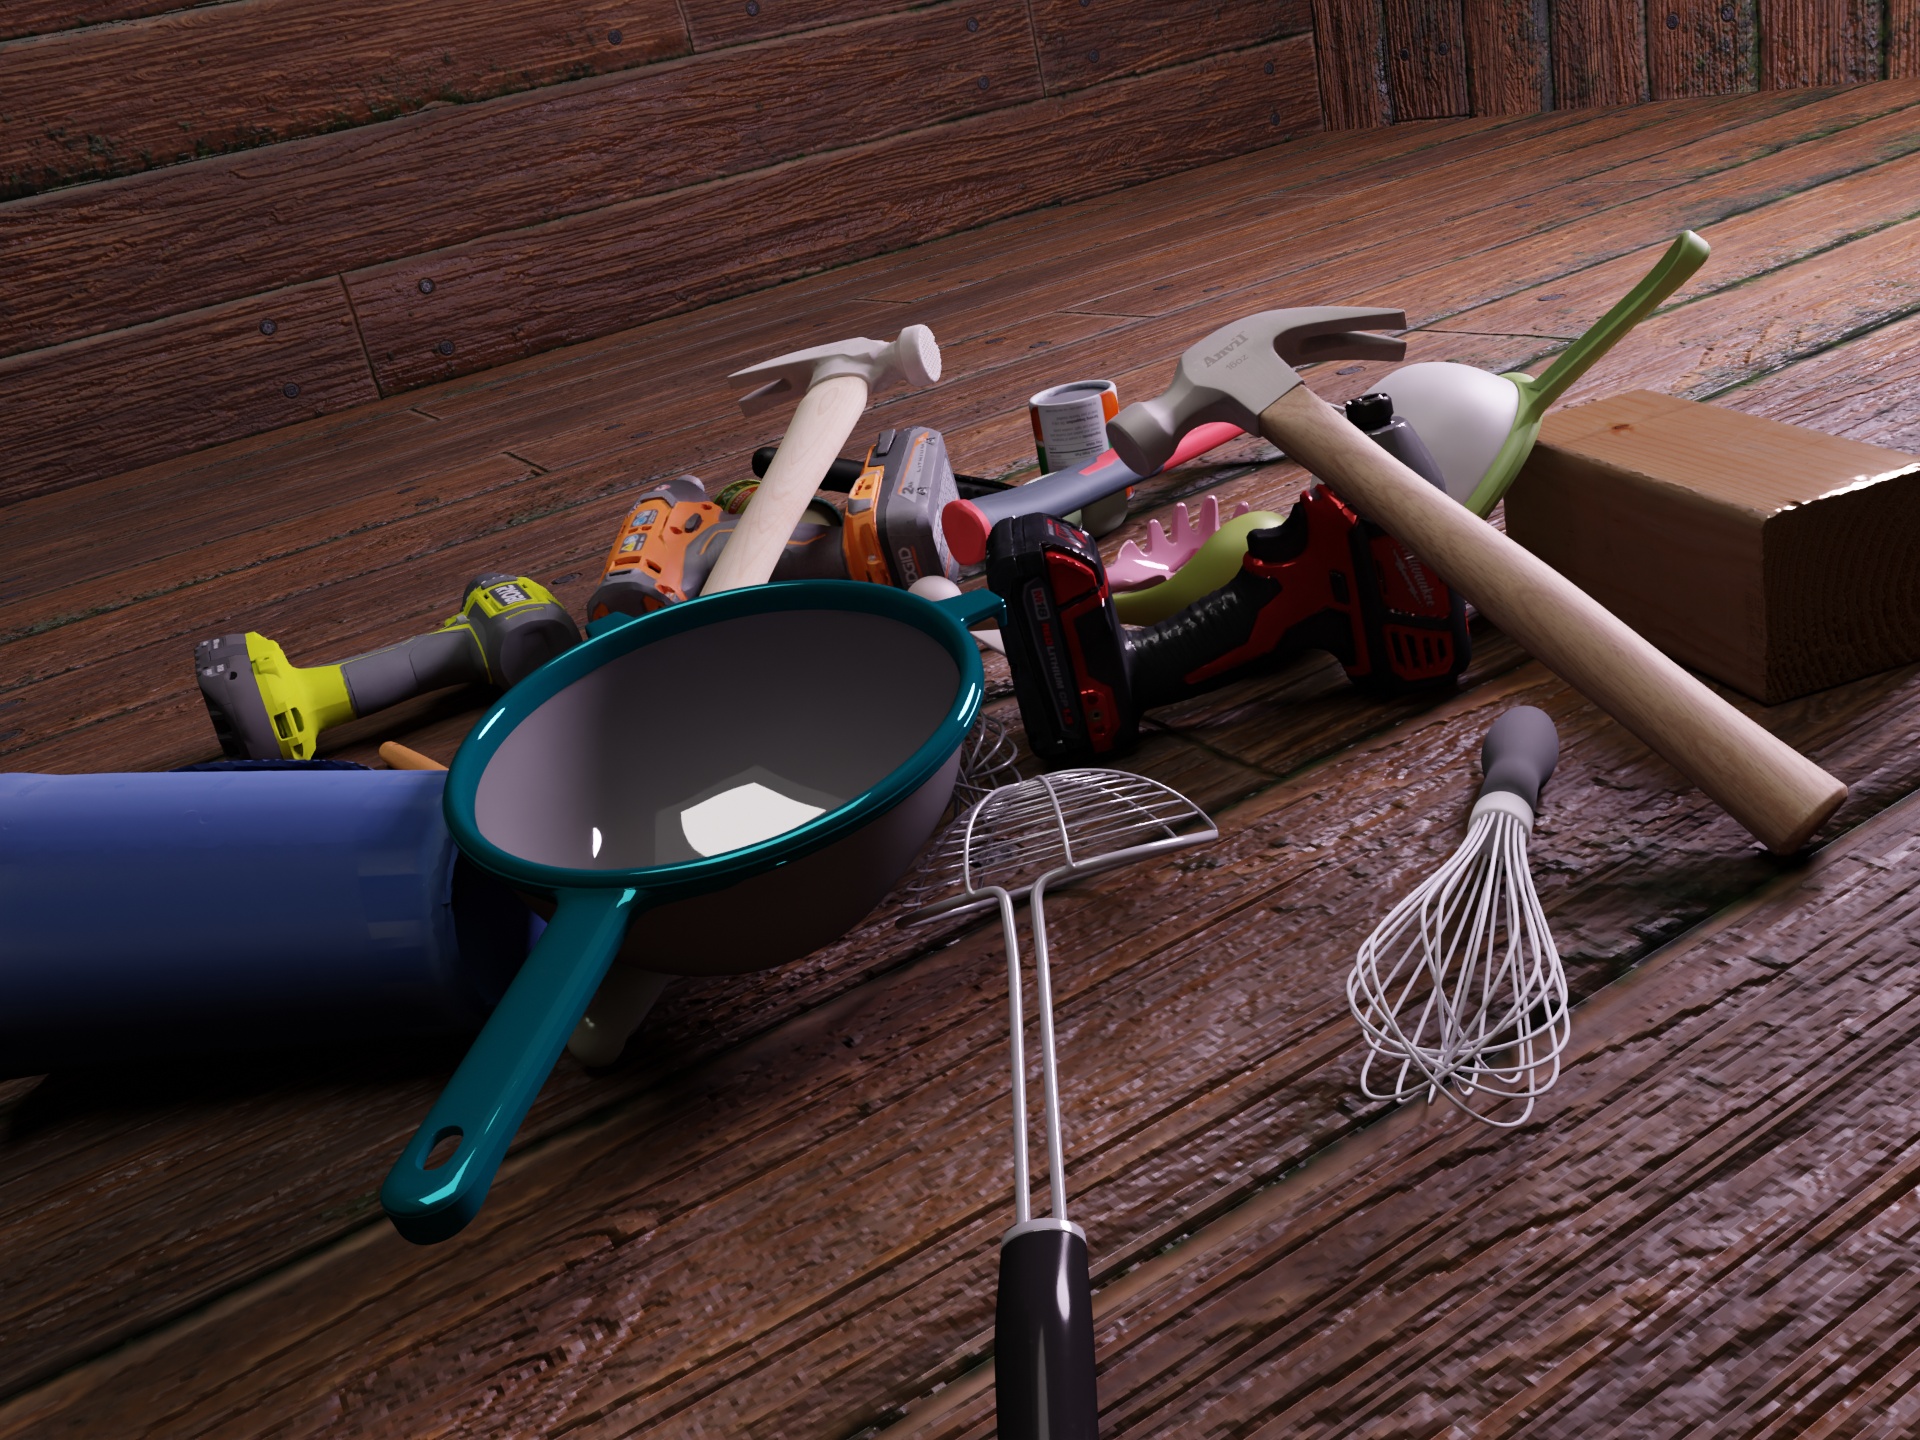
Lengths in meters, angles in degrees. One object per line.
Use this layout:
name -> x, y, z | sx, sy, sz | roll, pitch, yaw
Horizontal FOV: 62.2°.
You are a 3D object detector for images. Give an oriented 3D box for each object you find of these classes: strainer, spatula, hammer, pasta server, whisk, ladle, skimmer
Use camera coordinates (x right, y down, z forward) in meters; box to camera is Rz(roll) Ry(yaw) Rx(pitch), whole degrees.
strainer -> 0.254, -0.163, 0.804 | 0.256, 0.069, 0.152 | -48, 12, 47
spatula -> -0.255, 0.038, 0.852 | 0.081, 0.041, 0.323 | -9, 15, -36
hammer -> 0.127, -0.166, 1.048 | 0.143, 0.038, 0.386 | 21, 32, 29
hammer -> -0.121, -0.106, 0.914 | 0.146, 0.038, 0.411 | -8, 38, 21
pasta server -> 0.032, -0.078, 0.941 | 0.316, 0.040, 0.060 | -13, 37, -15
whisk -> 0.190, 0.051, 0.571 | 0.070, 0.070, 0.285 | -1, 21, 25
ladle -> 0.031, -0.064, 0.862 | 0.320, 0.078, 0.062 | -3, 34, 12
skimmer -> 0.034, 0.130, 0.497 | 0.127, 0.090, 0.364 | -17, 32, 12
hammer -> 0.214, -0.068, 0.656 | 0.130, 0.031, 0.332 | -38, 60, -9
whisk -> -0.109, 0.068, 0.707 | 0.057, 0.059, 0.246 | -43, 10, 33
strainer -> -0.101, 0.069, 0.581 | 0.211, 0.095, 0.341 | -2, 34, 17
whisk -> 0.000, -0.003, 0.811 | 0.055, 0.055, 0.239 | -12, 18, 2

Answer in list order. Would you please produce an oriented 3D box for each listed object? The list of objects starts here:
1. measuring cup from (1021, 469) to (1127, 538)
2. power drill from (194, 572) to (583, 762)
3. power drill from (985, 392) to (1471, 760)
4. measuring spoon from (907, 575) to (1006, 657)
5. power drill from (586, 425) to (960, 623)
measuring cup -> 0.076, -0.130, 1.075 | 0.083, 0.038, 0.168 | -8, 25, 10
power drill -> -0.377, -0.041, 1.059 | 0.228, 0.080, 0.191 | -19, 23, -21
power drill -> 0.128, -0.067, 0.766 | 0.219, 0.143, 0.079 | -13, 20, 6
measuring spoon -> 0.021, -0.052, 0.888 | 0.124, 0.018, 0.034 | 28, 53, 25
power drill -> -0.116, -0.123, 1.028 | 0.226, 0.084, 0.164 | -8, 39, 12
